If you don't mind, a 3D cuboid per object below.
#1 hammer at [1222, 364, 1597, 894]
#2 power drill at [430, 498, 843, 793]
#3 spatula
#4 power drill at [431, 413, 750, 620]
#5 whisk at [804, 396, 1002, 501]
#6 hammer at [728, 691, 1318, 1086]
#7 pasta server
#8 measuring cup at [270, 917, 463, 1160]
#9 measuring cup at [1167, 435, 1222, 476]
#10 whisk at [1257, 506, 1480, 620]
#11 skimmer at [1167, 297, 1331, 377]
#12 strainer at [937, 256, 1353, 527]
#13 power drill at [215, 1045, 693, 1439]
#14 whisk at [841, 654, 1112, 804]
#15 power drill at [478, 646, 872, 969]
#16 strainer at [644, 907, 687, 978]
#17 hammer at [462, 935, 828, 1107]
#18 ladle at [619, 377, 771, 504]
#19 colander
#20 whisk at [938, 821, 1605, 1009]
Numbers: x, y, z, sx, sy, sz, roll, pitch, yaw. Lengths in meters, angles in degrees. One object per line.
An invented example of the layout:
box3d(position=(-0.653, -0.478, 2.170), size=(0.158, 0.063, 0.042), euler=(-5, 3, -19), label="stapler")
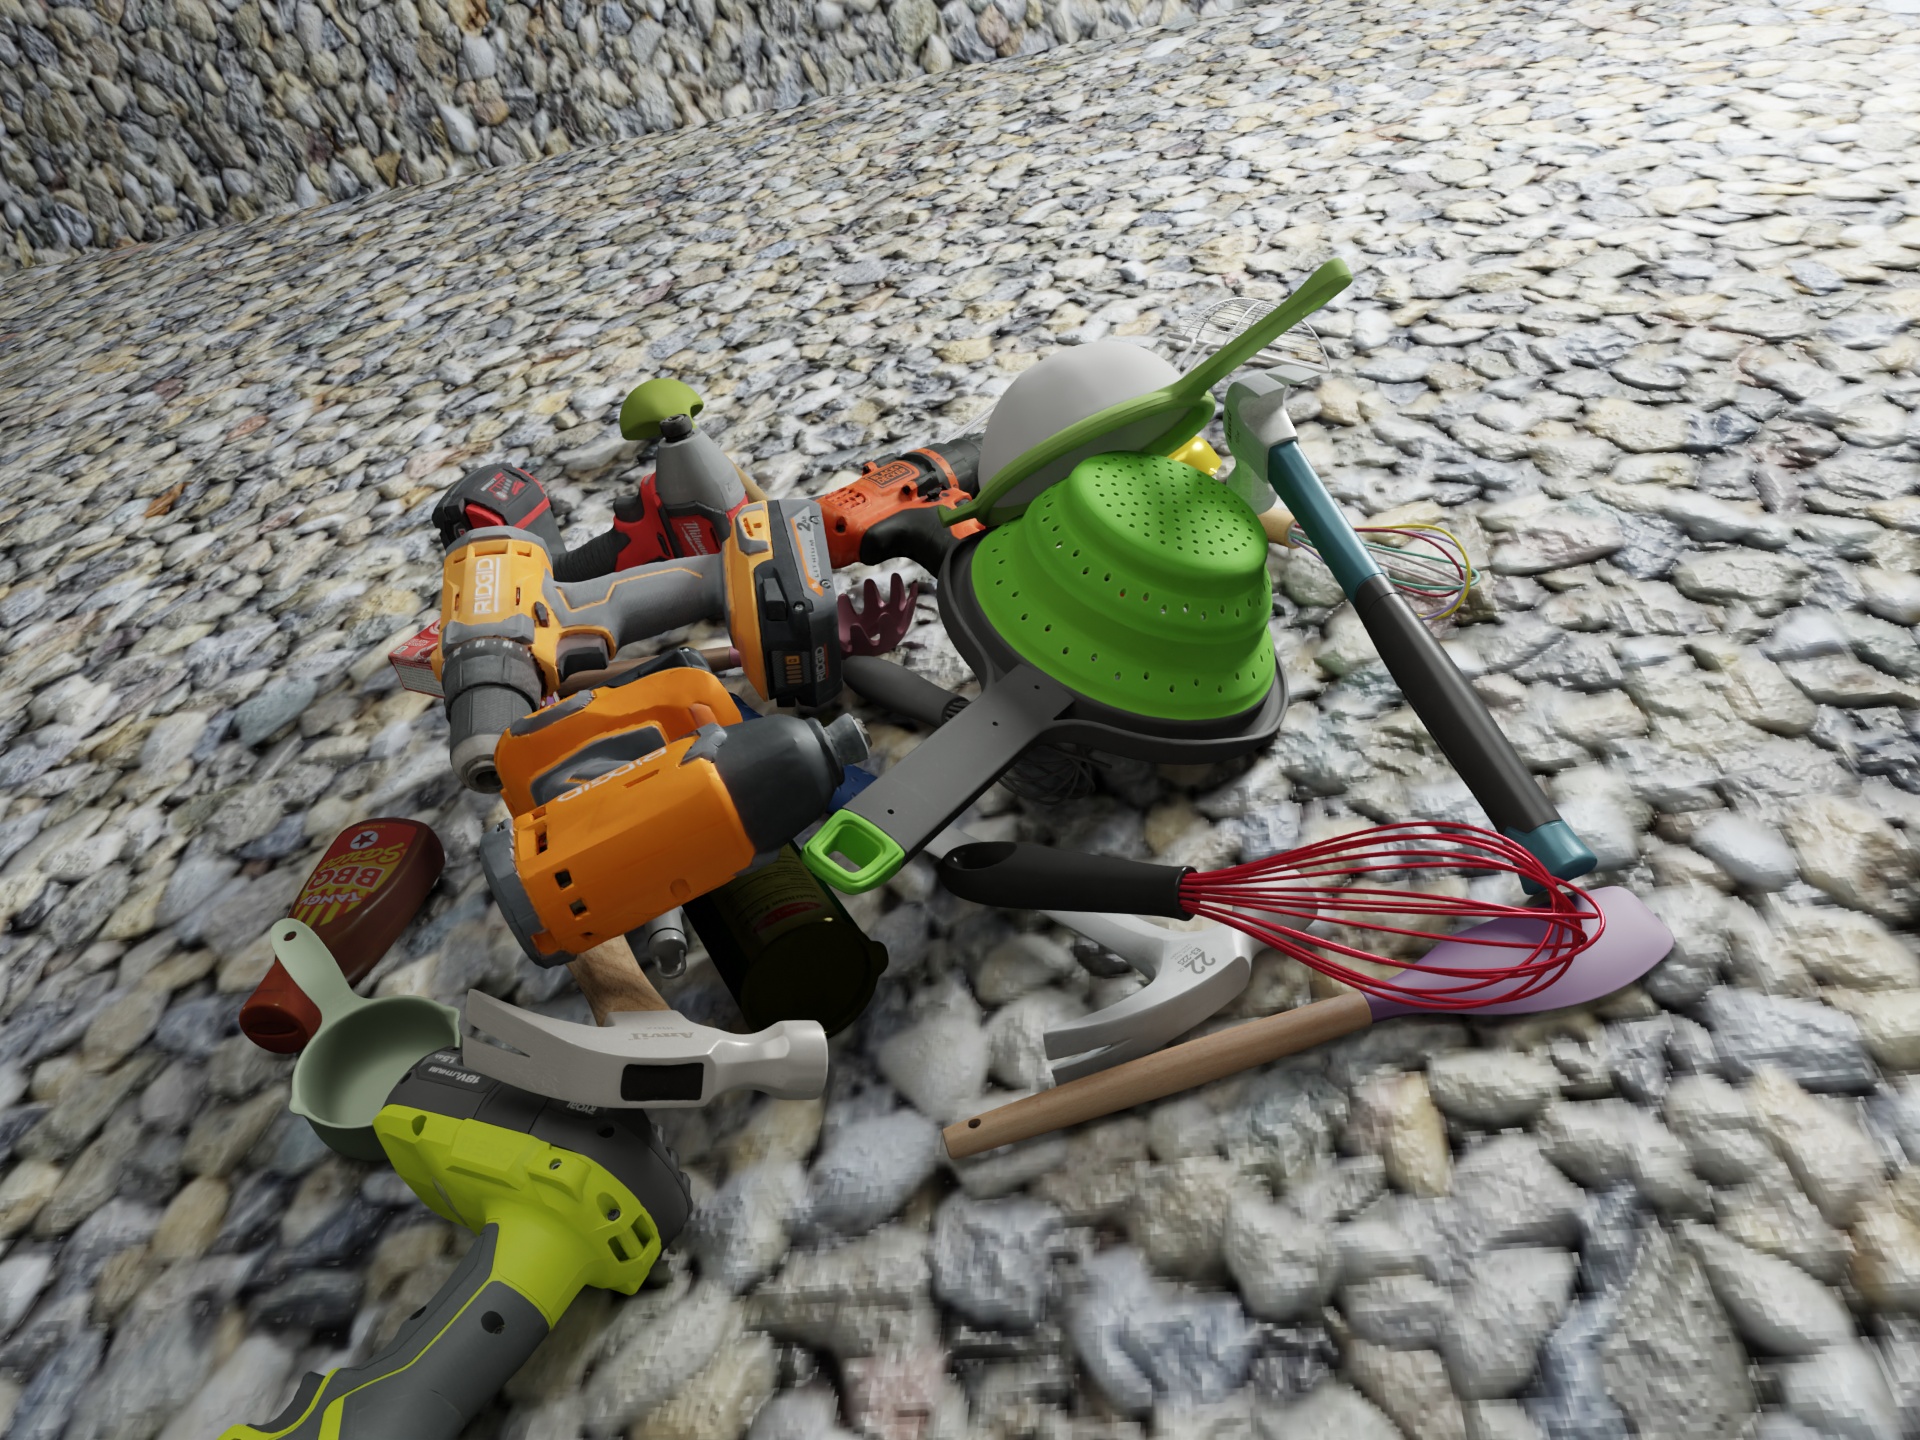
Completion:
box3d(position=(0.209, -0.052, 0.782), size=(0.033, 0.128, 0.331), euler=(-20, 54, -4), label="hammer")
box3d(position=(-0.183, -0.043, 0.900), size=(0.226, 0.084, 0.186), euler=(-7, 45, -7), label="power drill")
box3d(position=(0.145, 0.128, 0.659), size=(0.316, 0.018, 0.060), euler=(-16, 33, -4), label="spatula")
box3d(position=(-0.247, -0.135, 1.114), size=(0.220, 0.143, 0.079), euler=(-4, 31, 20), label="power drill")
box3d(position=(-0.018, -0.191, 1.193), size=(0.284, 0.070, 0.070), euler=(-24, 33, -6), label="whisk")
box3d(position=(-0.023, 0.060, 0.818), size=(0.144, 0.035, 0.406), euler=(-34, 37, -29), label="hammer")
box3d(position=(-0.176, -0.044, 1.041), size=(0.316, 0.040, 0.060), euler=(-8, 32, 12), label="pasta server")
box3d(position=(-0.294, 0.149, 0.768), size=(0.083, 0.038, 0.168), euler=(-31, 43, -26), label="measuring cup")
box3d(position=(0.116, -0.143, 1.068), size=(0.156, 0.029, 0.062), euler=(-42, 13, -28), label="measuring cup")
box3d(position=(0.225, -0.115, 0.984), size=(0.051, 0.047, 0.245), euler=(-29, 31, -19), label="whisk")
box3d(position=(0.137, -0.200, 1.165), size=(0.127, 0.090, 0.363), euler=(25, 59, 38), label="skimmer")
box3d(position=(0.098, -0.193, 0.872), size=(0.256, 0.069, 0.151), euler=(-32, -9, 41), label="strainer")
box3d(position=(-0.216, 0.234, 0.590), size=(0.171, 0.080, 0.223), euler=(5, 40, 27), label="power drill")
box3d(position=(0.000, -0.004, 0.902), size=(0.055, 0.055, 0.239), euler=(-31, 31, -25), label="whisk")
box3d(position=(-0.134, 0.027, 0.732), size=(0.164, 0.084, 0.227), euler=(-26, 15, -11), label="power drill")
box3d(position=(-0.175, 0.058, 0.883), size=(0.087, 0.050, 0.259), euler=(-7, 33, -15), label="strainer")
box3d(position=(-0.173, 0.104, 0.735), size=(0.130, 0.031, 0.331), euler=(4, 9, -24), label="hammer")
box3d(position=(-0.207, -0.213, 1.323), size=(0.078, 0.062, 0.320), euler=(-24, 40, -18), label="ladle")
box3d(position=(0.055, -0.043, 0.786), size=(0.204, 0.094, 0.397), euler=(33, 39, 15), label="colander")
box3d(position=(0.112, 0.073, 0.659), size=(0.296, 0.073, 0.073), euler=(2, 35, 36), label="whisk")
